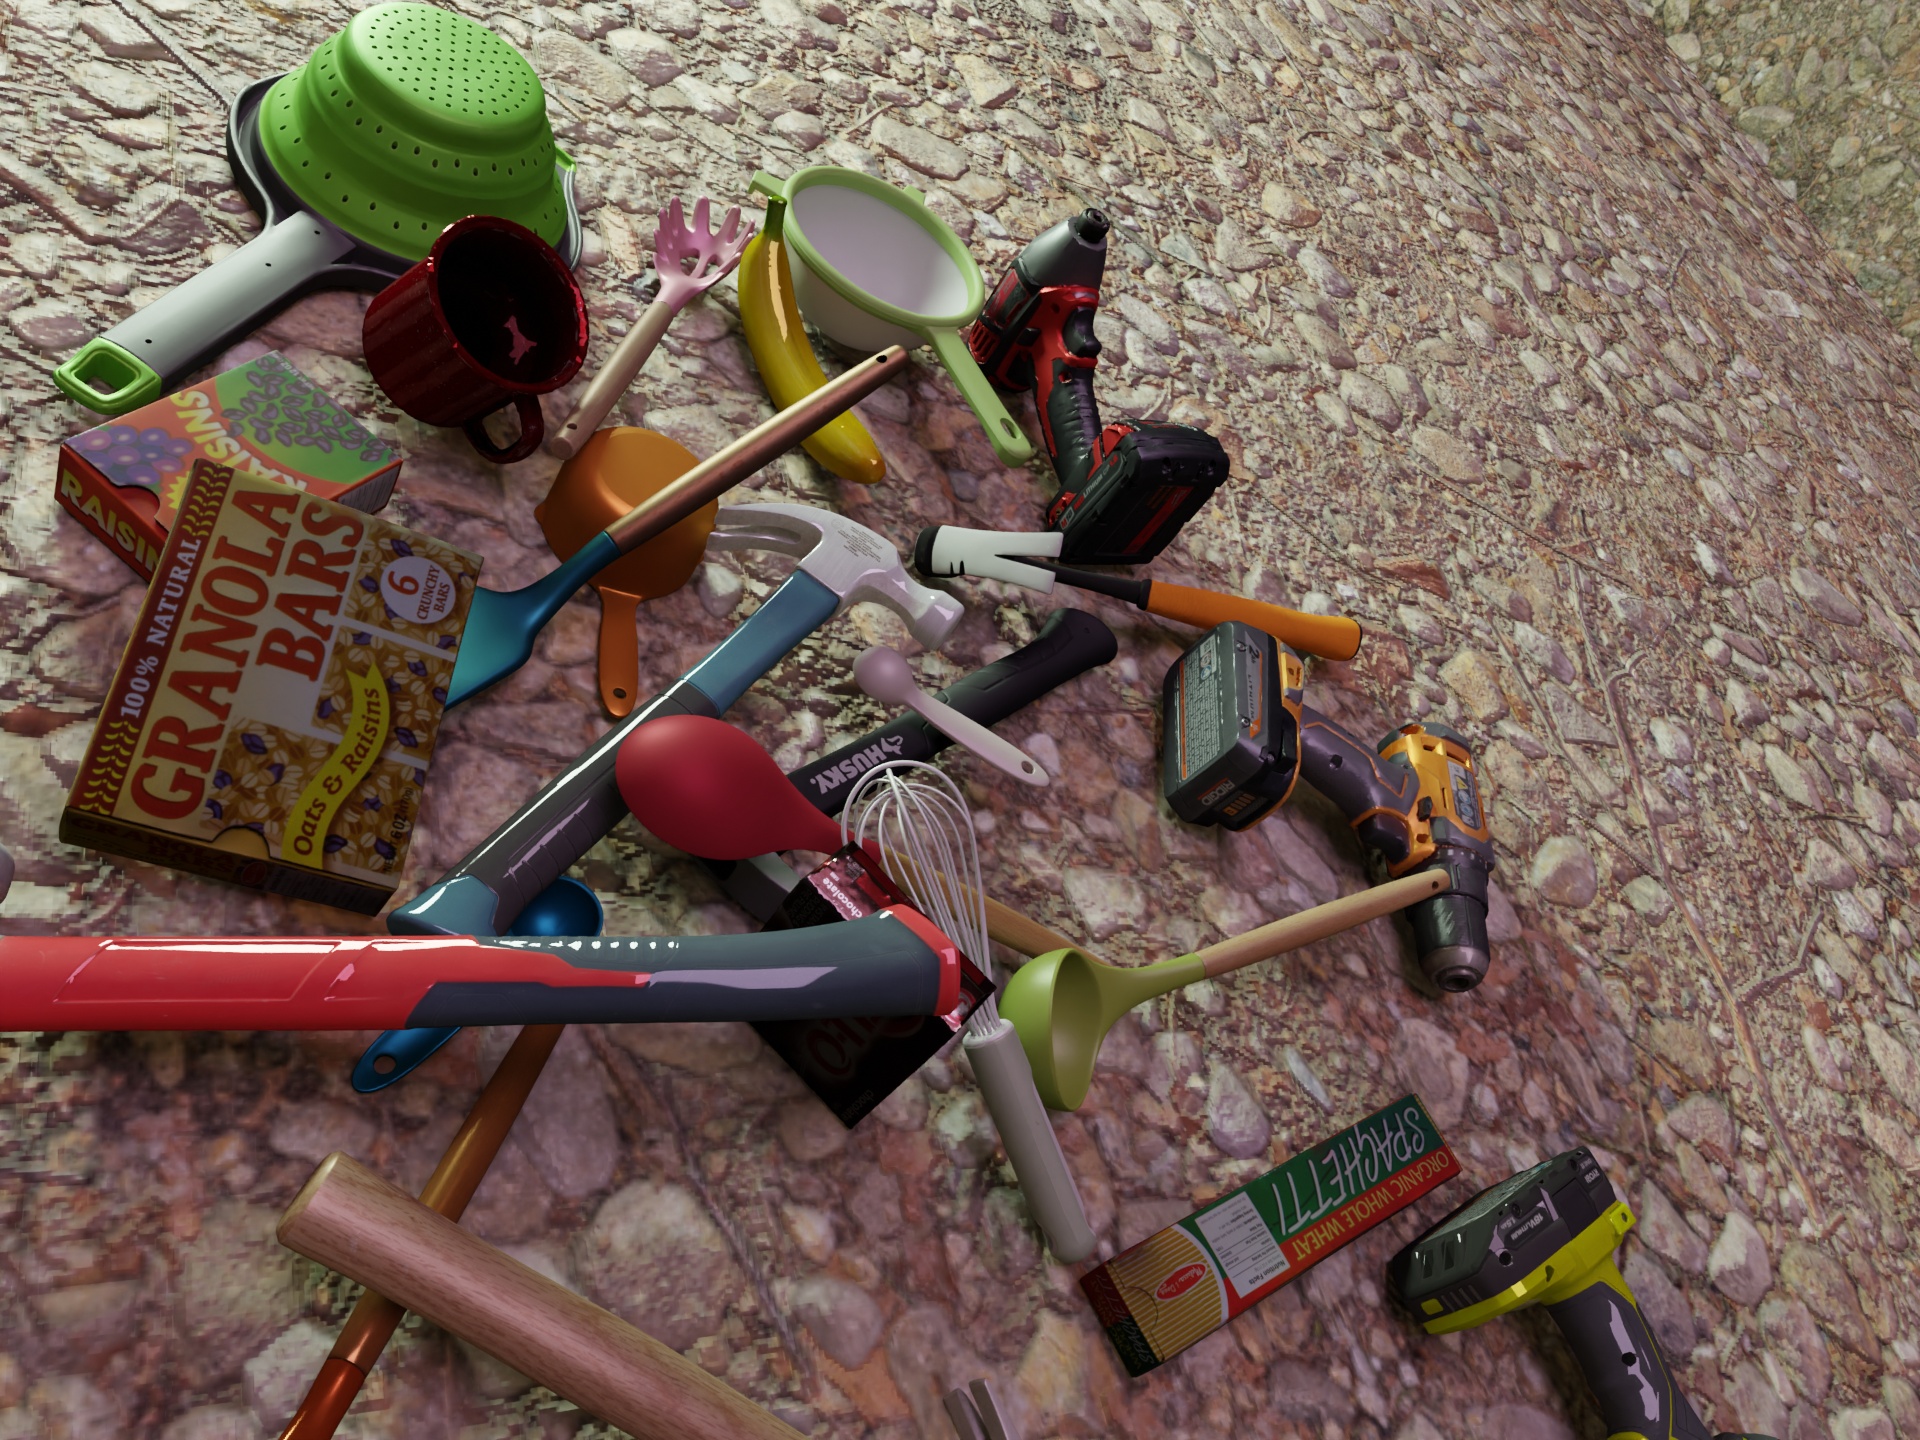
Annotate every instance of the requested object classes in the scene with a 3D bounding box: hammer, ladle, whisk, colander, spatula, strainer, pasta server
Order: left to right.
[{"bbox_3d":[-0.328,-0.289,0.851,0.204,0.094,0.397,34,43,-7],"label":"colander"},{"bbox_3d":[-0.211,0.214,0.571,0.081,0.041,0.323,32,39,-9],"label":"spatula"},{"bbox_3d":[-0.190,0.109,0.578,0.386,0.038,0.143,1,53,-11],"label":"hammer"},{"bbox_3d":[-0.179,-0.232,0.919,0.060,0.040,0.316,16,36,-3],"label":"pasta server"},{"bbox_3d":[-0.152,-0.106,0.784,0.317,0.044,0.082,-37,68,-16],"label":"spatula"},{"bbox_3d":[-0.131,0.000,0.744,0.128,0.033,0.331,37,49,5],"label":"hammer"},{"bbox_3d":[-0.096,0.255,0.585,0.331,0.031,0.130,37,40,-13],"label":"hammer"},{"bbox_3d":[-0.037,-0.251,1.042,0.151,0.069,0.256,-13,64,-43],"label":"strainer"},{"bbox_3d":[-0.023,0.077,0.758,0.315,0.031,0.069,30,49,-33],"label":"ladle"},{"bbox_3d":[-0.014,0.009,0.867,0.146,0.035,0.335,49,43,11],"label":"hammer"},{"bbox_3d":[0.010,0.133,0.717,0.059,0.058,0.246,-23,97,-13],"label":"whisk"},{"bbox_3d":[0.140,-0.076,1.007,0.336,0.127,0.034,9,93,-36],"label":"hammer"},{"bbox_3d":[0.152,0.125,0.832,0.320,0.062,0.078,-13,102,-30],"label":"ladle"}]

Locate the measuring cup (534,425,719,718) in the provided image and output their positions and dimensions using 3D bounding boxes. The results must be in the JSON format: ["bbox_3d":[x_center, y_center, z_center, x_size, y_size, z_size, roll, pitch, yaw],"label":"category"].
[{"bbox_3d":[-0.168,-0.082,0.821,0.095,0.052,0.174,14,47,-26],"label":"measuring cup"}]

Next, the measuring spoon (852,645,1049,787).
[{"bbox_3d":[-0.001,-0.003,0.846,0.124,0.018,0.034,33,42,-7],"label":"measuring spoon"}]

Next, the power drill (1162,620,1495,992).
[{"bbox_3d":[0.234,0.055,0.973,0.226,0.084,0.186,25,46,-22],"label":"power drill"}]

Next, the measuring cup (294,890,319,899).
[{"bbox_3d":[-0.295,0.006,0.689,0.062,0.029,0.157,-4,70,-35],"label":"measuring cup"}]

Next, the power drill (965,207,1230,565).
[{"bbox_3d":[0.084,-0.222,1.050,0.078,0.143,0.220,-4,60,-34],"label":"power drill"}]

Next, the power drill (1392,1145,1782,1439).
[{"bbox_3d":[0.319,0.348,0.788,0.190,0.080,0.229,-14,67,-41],"label":"power drill"}]

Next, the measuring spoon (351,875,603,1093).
[{"bbox_3d":[-0.203,0.114,0.667,0.042,0.021,0.129,38,51,11],"label":"measuring spoon"}]
